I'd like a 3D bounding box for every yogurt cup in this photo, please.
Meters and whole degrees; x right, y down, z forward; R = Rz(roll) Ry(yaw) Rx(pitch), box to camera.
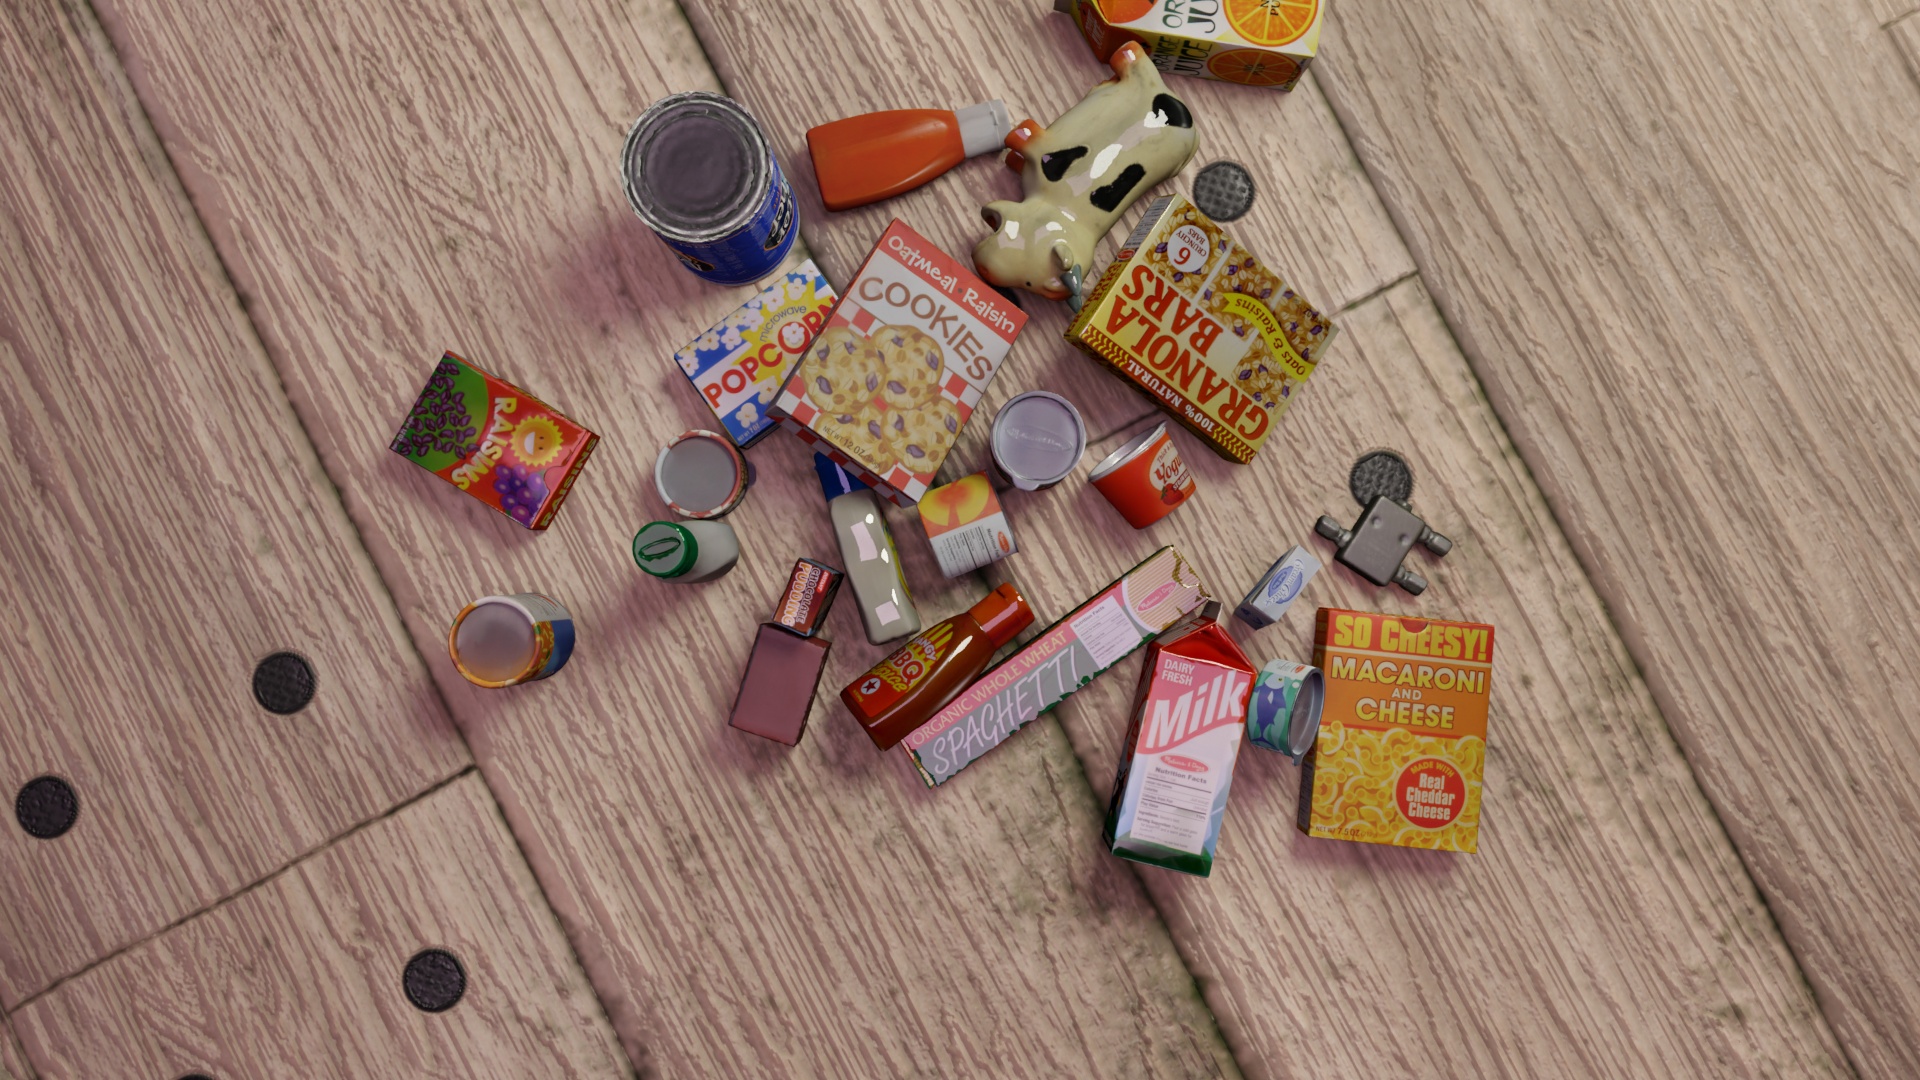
[{"bbox_3d":[0.135,-0.045,1.015,0.072,0.072,0.054,-37,96,-1],"label":"yogurt cup"}]

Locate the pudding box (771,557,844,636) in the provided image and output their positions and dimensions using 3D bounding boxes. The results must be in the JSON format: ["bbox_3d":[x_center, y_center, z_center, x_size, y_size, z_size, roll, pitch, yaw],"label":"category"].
[{"bbox_3d":[-0.109,0.040,1.002,0.030,0.083,0.049,24,88,1],"label":"pudding box"}]

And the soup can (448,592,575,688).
[{"bbox_3d":[-0.323,0.074,1.003,0.071,0.084,0.071,0,89,1],"label":"soup can"}]

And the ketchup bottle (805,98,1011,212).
[{"bbox_3d":[-0.037,-0.293,1.034,0.149,0.043,0.064,-15,88,0],"label":"ketchup bottle"}]

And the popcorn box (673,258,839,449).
[{"bbox_3d":[-0.136,-0.138,1.032,0.127,0.038,0.085,-36,88,-1],"label":"popcorn box"}]

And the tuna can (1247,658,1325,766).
[{"bbox_3d":[0.229,0.120,0.978,0.033,0.071,0.071,13,88,33],"label":"tuna can"}]

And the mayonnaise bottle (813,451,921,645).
[{"bbox_3d":[-0.069,0.002,1.016,0.041,0.064,0.148,-18,84,1],"label":"mayonnaise bottle"}]

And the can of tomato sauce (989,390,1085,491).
[{"bbox_3d":[0.054,-0.068,1.005,0.071,0.083,0.071,0,88,1],"label":"can of tomato sauce"}]

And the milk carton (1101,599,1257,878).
[{"bbox_3d":[0.161,0.136,1.003,0.073,0.072,0.190,14,89,1],"label":"milk carton"}]

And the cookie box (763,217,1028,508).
[{"bbox_3d":[-0.043,-0.127,0.996,0.123,0.040,0.168,34,74,-15],"label":"cookie box"}]

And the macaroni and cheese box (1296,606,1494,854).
[{"bbox_3d":[0.319,0.137,1.017,0.124,0.040,0.166,6,88,0],"label":"macaroni and cheese box"}]

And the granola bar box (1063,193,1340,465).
[{"bbox_3d":[0.174,-0.150,1.002,0.165,0.039,0.124,34,89,-20],"label":"granola bar box"}]

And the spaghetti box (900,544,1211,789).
[{"bbox_3d":[0.068,0.092,1.026,0.250,0.028,0.050,-35,88,-1],"label":"spaghetti box"}]

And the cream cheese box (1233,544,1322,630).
[{"bbox_3d":[0.225,0.035,0.990,0.024,0.103,0.053,39,88,8],"label":"cream cheese box"}]

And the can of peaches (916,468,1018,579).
[{"bbox_3d":[0.004,-0.013,1.014,0.058,0.071,0.071,-22,88,0],"label":"can of peaches"}]

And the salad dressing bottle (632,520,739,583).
[{"bbox_3d":[-0.194,0.008,0.972,0.064,0.147,0.044,-17,88,0],"label":"salad dressing bottle"}]

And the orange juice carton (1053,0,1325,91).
[{"bbox_3d":[0.164,-0.391,1.022,0.193,0.072,0.073,9,88,0],"label":"orange juice carton"}]

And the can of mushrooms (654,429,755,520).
[{"bbox_3d":[-0.190,-0.049,1.032,0.071,0.033,0.071,0,87,1],"label":"can of mushrooms"}]

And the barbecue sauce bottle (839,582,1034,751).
[{"bbox_3d":[-0.014,0.089,1.013,0.149,0.065,0.043,-37,122,-8],"label":"barbecue sauce bottle"}]

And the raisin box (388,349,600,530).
[{"bbox_3d":[-0.344,-0.073,1.031,0.123,0.040,0.086,30,88,1],"label":"raisin box"}]
